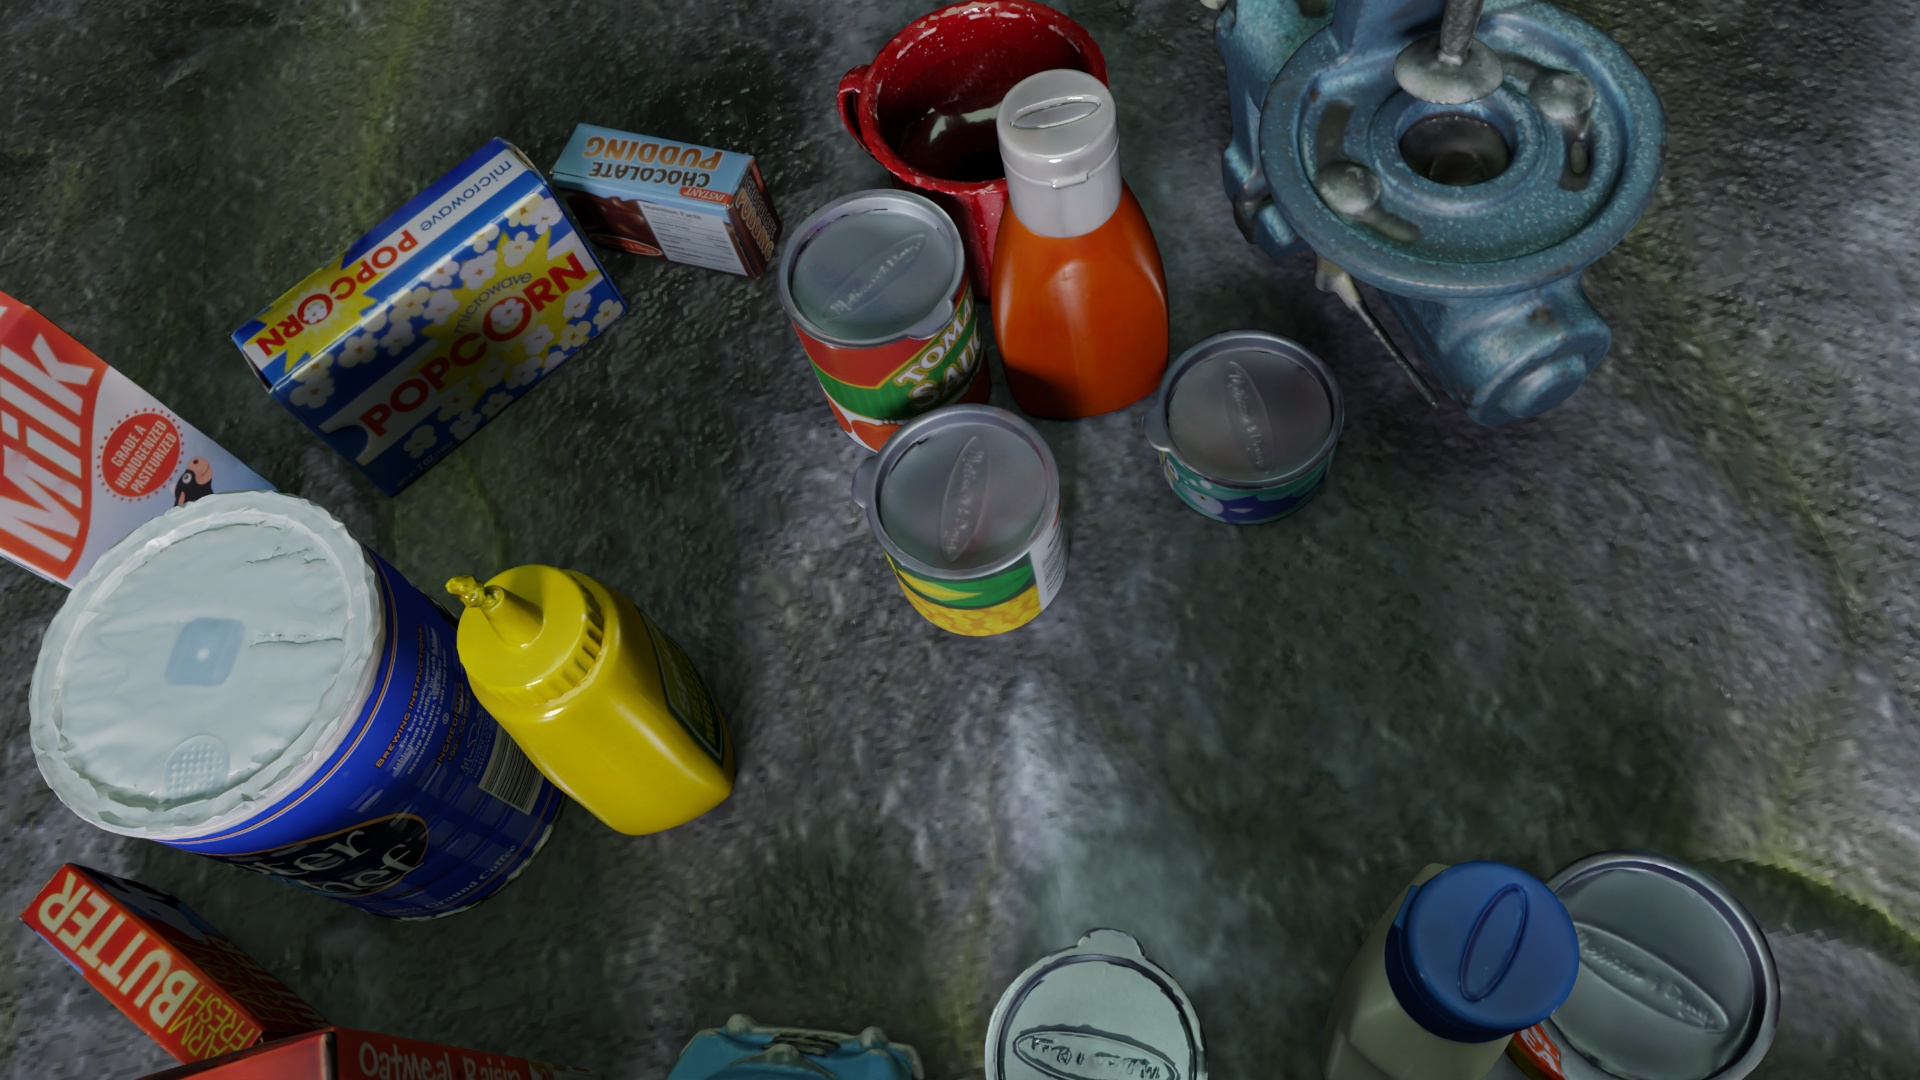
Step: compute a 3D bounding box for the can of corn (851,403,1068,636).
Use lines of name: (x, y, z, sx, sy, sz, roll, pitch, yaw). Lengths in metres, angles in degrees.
can of corn: (0.002, -0.006, 0.493, 0.071, 0.058, 0.071, -3, 65, 7)

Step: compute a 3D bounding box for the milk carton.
milk carton: (-0.332, -0.035, 0.484, 0.073, 0.190, 0.072, 20, 70, 17)

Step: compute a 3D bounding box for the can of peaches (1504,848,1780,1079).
can of peaches: (0.188, 0.130, 0.400, 0.071, 0.058, 0.071, -3, 65, 7)

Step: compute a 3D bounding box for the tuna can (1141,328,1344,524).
tuna can: (0.102, -0.041, 0.508, 0.071, 0.032, 0.071, -3, 65, 7)

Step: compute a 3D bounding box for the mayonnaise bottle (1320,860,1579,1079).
mayonnaise bottle: (0.126, 0.117, 0.366, 0.041, 0.147, 0.065, 26, 72, 19)

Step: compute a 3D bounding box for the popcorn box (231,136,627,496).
popcorn box: (-0.203, -0.086, 0.547, 0.127, 0.085, 0.038, -42, 66, -11)

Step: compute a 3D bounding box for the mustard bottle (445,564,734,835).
mustard bottle: (-0.114, 0.045, 0.430, 0.049, 0.159, 0.065, -24, 64, -3)

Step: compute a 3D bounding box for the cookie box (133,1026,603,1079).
cookie box: (-0.182, 0.175, 0.376, 0.123, 0.167, 0.040, -18, 64, 0)

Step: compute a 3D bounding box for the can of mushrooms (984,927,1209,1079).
can of mushrooms: (0.042, 0.157, 0.424, 0.071, 0.033, 0.071, -3, 65, 7)

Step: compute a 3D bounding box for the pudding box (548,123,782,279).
pudding box: (-0.122, -0.142, 0.580, 0.084, 0.049, 0.030, 14, 68, 15)

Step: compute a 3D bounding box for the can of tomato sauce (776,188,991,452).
can of tomato sauce: (-0.024, -0.077, 0.516, 0.071, 0.082, 0.071, -3, 65, 7)

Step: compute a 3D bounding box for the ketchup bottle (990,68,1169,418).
ketchup bottle: (0.039, -0.096, 0.479, 0.065, 0.148, 0.044, -12, 64, 3)

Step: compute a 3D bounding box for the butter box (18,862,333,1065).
butter box: (-0.257, 0.148, 0.464, 0.103, 0.053, 0.024, 28, 73, 20)
